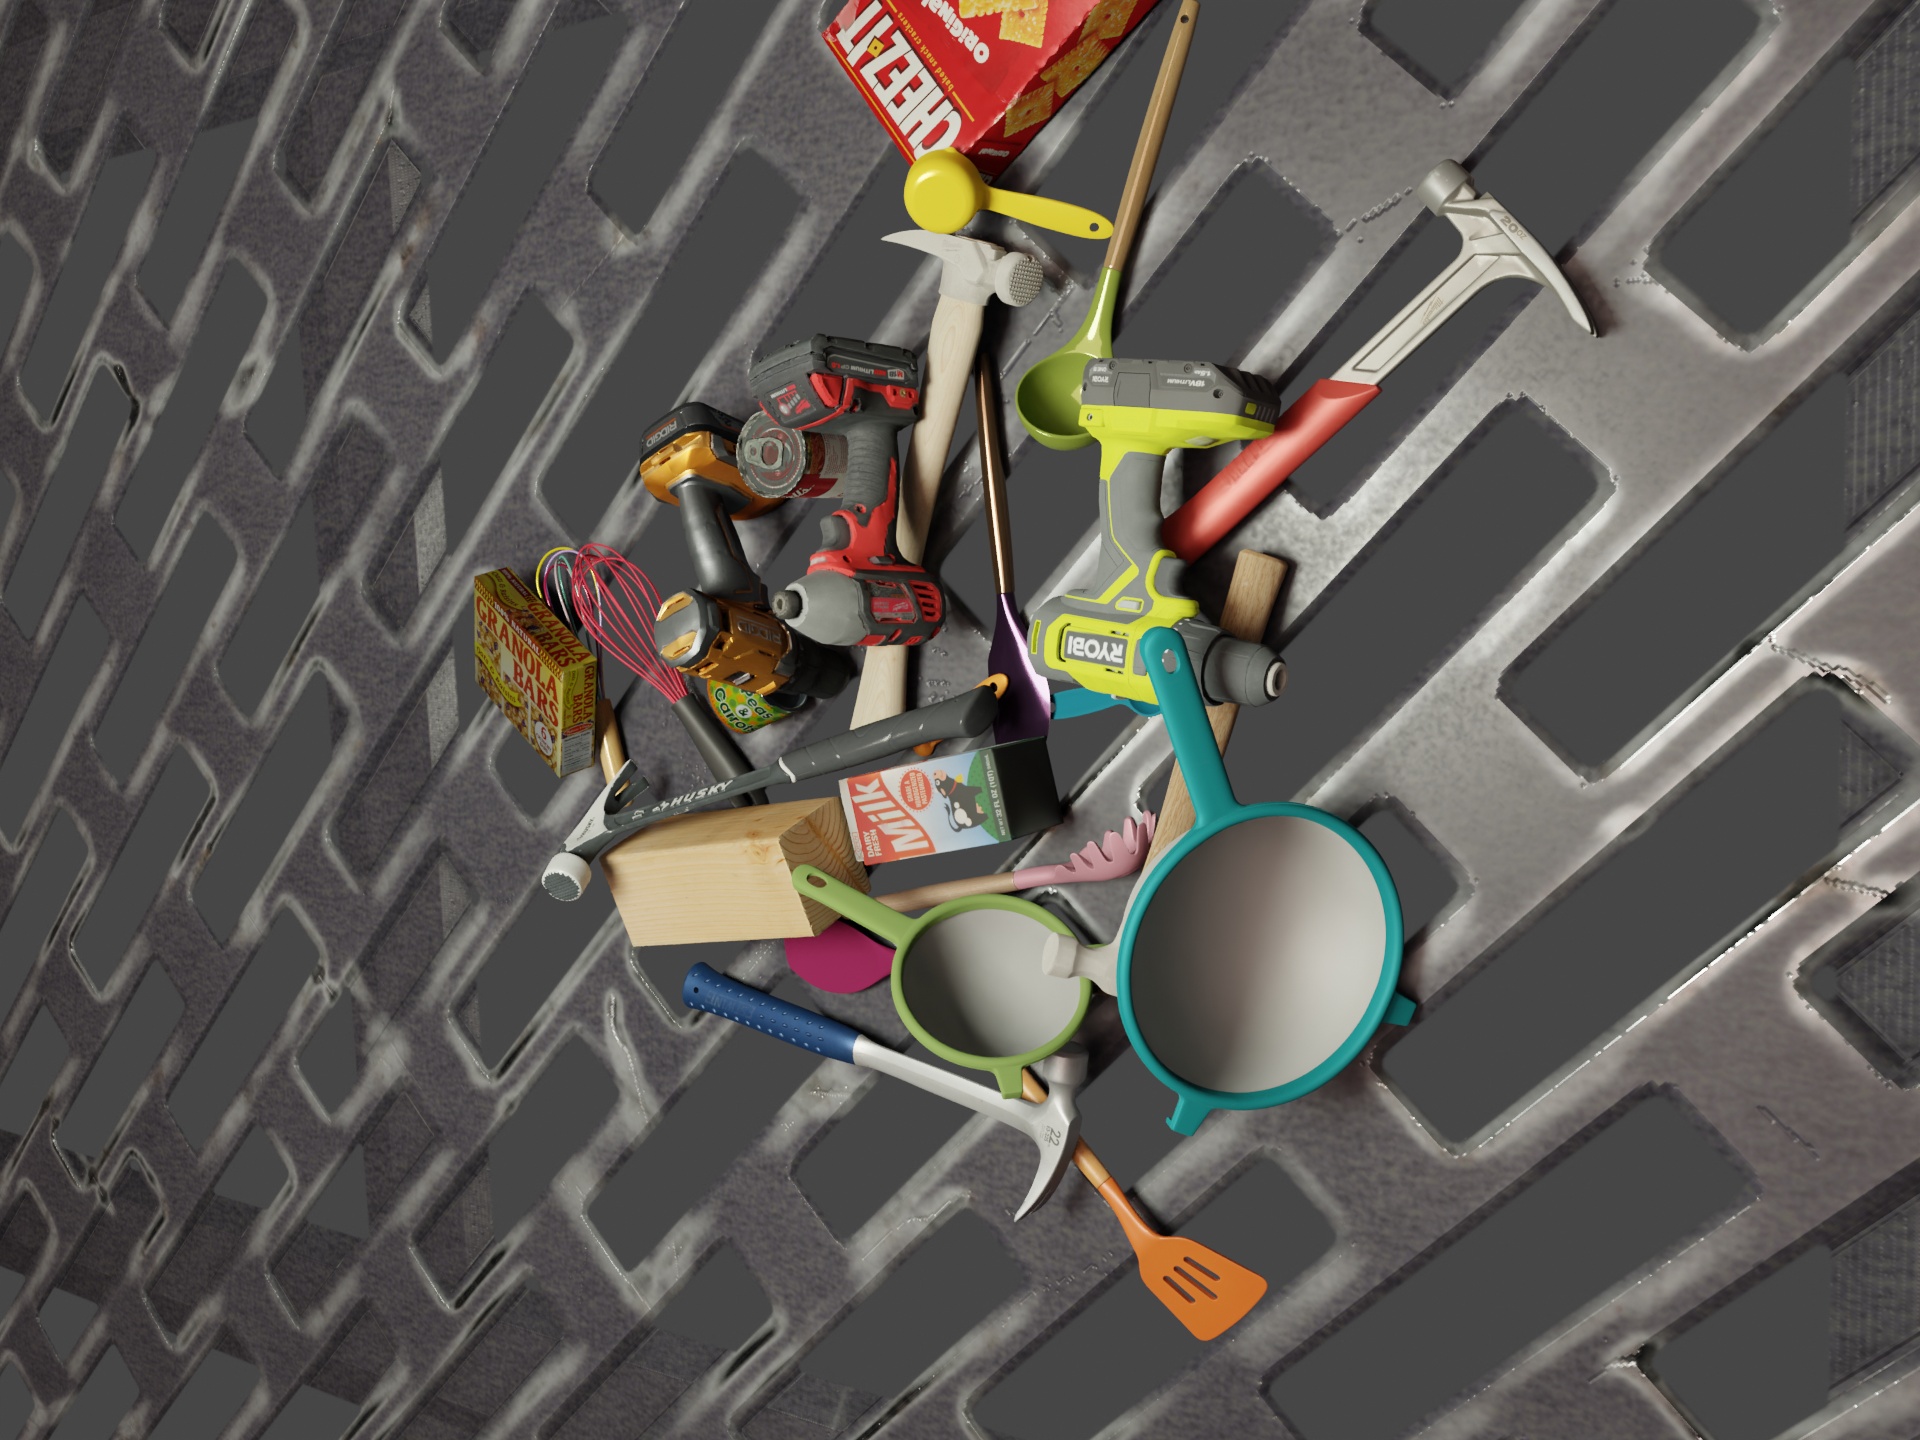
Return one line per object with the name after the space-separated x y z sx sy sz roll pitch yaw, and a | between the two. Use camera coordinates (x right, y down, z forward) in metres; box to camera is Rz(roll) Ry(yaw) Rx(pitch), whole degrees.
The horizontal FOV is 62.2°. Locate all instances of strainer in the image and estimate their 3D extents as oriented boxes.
-0.022 0.188 1.221 0.256 0.151 0.069 26 142 20 | strainer
0.167 0.092 1.070 0.340 0.211 0.095 70 167 -14 | strainer

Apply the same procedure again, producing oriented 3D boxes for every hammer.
-0.041 -0.172 1.249 0.146 0.038 0.410 29 115 39 | hammer
0.243 -0.195 1.078 0.359 0.036 0.149 -43 73 28 | hammer
-0.077 0.283 1.321 0.406 0.035 0.144 13 100 34 | hammer
0.168 0.042 1.130 0.130 0.031 0.331 16 97 -12 | hammer
-0.152 0.042 1.281 0.409 0.149 0.036 -18 120 25 | hammer

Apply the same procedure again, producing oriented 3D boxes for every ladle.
0.114 -0.348 1.129 0.078 0.062 0.320 20 104 14 | ladle

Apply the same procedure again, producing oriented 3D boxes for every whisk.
-0.255 -0.033 1.401 0.073 0.073 0.296 -39 82 30 | whisk
-0.342 -0.039 1.461 0.051 0.047 0.245 -9 95 50 | whisk

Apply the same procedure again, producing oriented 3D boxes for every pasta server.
0.022 0.123 1.254 0.316 0.060 0.040 -15 96 37 | pasta server

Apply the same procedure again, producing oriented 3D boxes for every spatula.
0.034 -0.124 1.227 0.060 0.018 0.316 -3 95 40 | spatula
0.101 0.340 1.243 0.323 0.041 0.081 48 118 23 | spatula

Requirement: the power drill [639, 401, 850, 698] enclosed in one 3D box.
-0.171 -0.125 1.289 0.084 0.185 0.226 -26 63 32 | power drill

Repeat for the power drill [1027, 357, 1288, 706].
0.144 -0.122 1.074 0.191 0.080 0.228 13 99 40 | power drill

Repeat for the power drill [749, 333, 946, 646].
-0.086 -0.163 1.170 0.078 0.143 0.220 -10 85 46 | power drill

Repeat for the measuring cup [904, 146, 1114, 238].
0.034 -0.369 1.152 0.156 0.029 0.062 14 130 2 | measuring cup

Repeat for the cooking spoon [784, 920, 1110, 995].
-0.017 0.201 1.301 0.319 0.017 0.068 1 103 32 | cooking spoon

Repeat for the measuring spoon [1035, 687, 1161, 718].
0.111 -0.018 1.198 0.128 0.021 0.042 -11 87 42 | measuring spoon

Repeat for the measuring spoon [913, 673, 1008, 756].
-0.002 -0.004 1.261 0.117 0.011 0.021 -39 73 38 | measuring spoon
